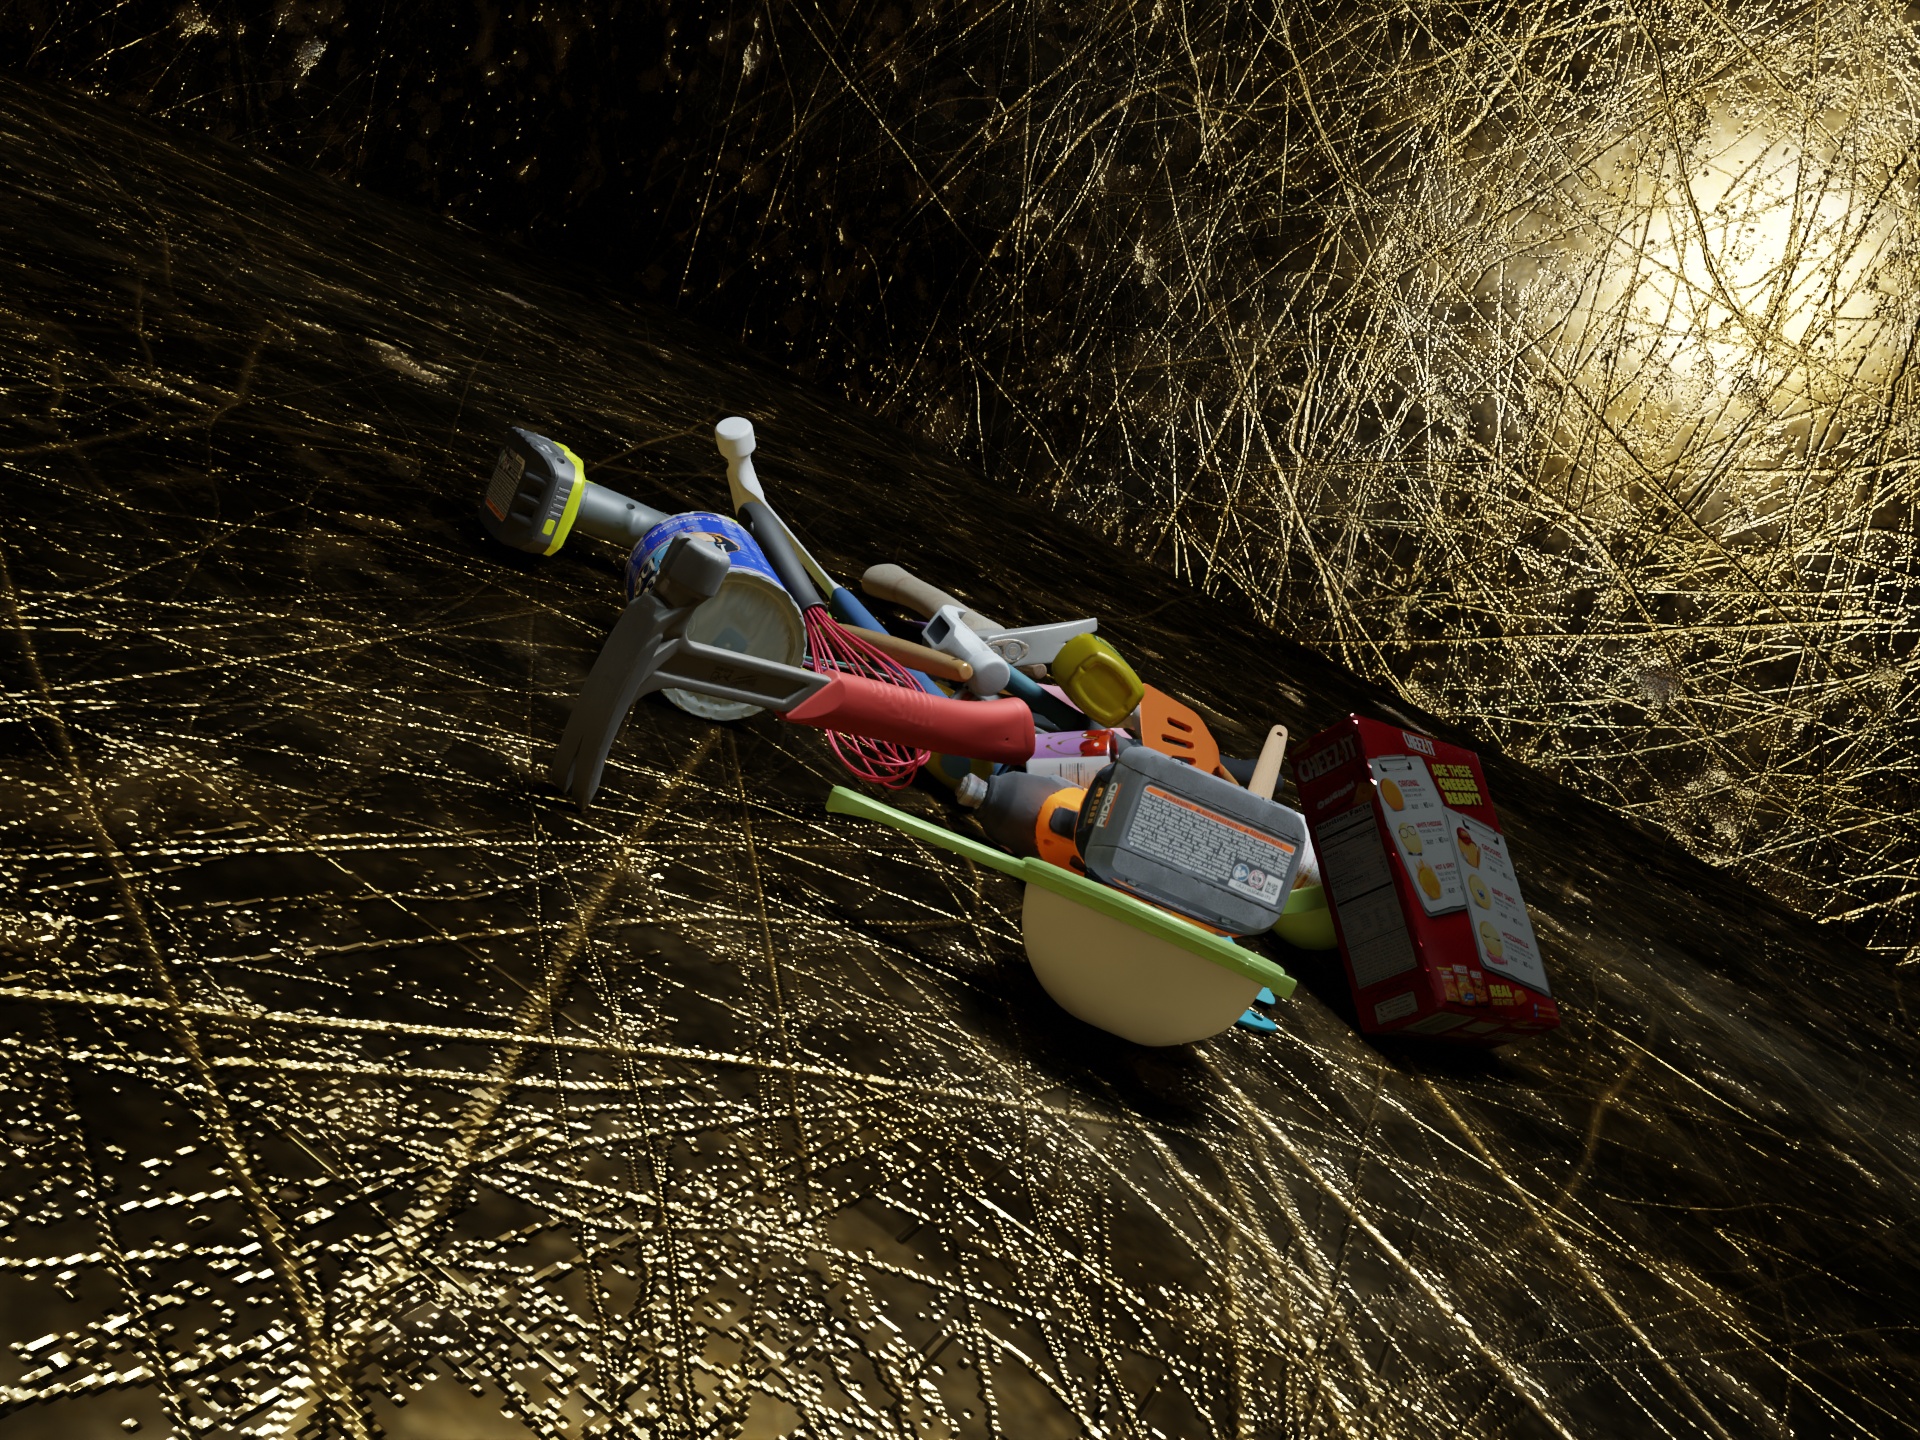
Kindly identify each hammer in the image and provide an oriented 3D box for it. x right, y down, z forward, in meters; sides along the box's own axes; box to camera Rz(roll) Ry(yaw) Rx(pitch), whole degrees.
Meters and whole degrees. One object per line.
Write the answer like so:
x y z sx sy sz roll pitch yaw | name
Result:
0.165 0.026 1.456 0.408 0.036 0.149 14 20 -41 | hammer
0.090 0.004 1.240 0.330 0.033 0.128 33 9 -40 | hammer
-0.009 -0.102 1.458 0.146 0.038 0.411 -8 15 -14 | hammer
-0.070 -0.001 0.934 0.037 0.149 0.358 37 13 34 | hammer
-0.105 -0.104 1.341 0.035 0.143 0.406 -24 47 -18 | hammer

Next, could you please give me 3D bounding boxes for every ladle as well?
0.162 0.081 1.214 0.320 0.062 0.078 30 27 26 | ladle

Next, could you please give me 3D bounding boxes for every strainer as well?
0.040 0.111 0.836 0.256 0.069 0.151 22 -5 -1 | strainer

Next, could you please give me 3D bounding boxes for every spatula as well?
0.206 0.049 1.313 0.041 0.081 0.322 -10 -19 17 | spatula
0.206 0.090 1.138 0.082 0.044 0.318 25 40 4 | spatula
0.015 -0.068 1.453 0.059 0.018 0.316 12 6 -21 | spatula

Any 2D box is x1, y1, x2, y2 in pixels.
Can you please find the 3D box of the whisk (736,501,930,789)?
-0.096 -0.063 1.125 0.073 0.073 0.296 12 34 -45 | whisk

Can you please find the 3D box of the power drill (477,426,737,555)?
-0.243 -0.144 1.227 0.223 0.080 0.171 18 9 -30 | power drill

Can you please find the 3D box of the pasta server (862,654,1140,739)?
0.048 -0.031 1.451 0.316 0.060 0.040 12 3 -36 | pasta server

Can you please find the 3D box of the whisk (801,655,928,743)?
-0.129 -0.043 1.168 0.245 0.051 0.047 25 19 6 | whisk

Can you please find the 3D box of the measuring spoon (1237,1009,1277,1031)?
0.137 0.156 0.952 0.128 0.021 0.042 22 14 -12 | measuring spoon

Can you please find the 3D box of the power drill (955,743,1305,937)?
0.093 0.069 0.969 0.164 0.084 0.226 23 -9 -12 | power drill

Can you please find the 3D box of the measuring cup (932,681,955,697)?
-0.002 -0.004 1.301 0.062 0.029 0.157 16 8 -27 | measuring cup

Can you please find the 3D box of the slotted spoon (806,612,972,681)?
-0.079 -0.061 1.195 0.070 0.031 0.314 -11 16 -30 | slotted spoon

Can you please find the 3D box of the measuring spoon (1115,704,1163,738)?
0.134 0.004 1.323 0.034 0.018 0.124 46 -15 -16 | measuring spoon
